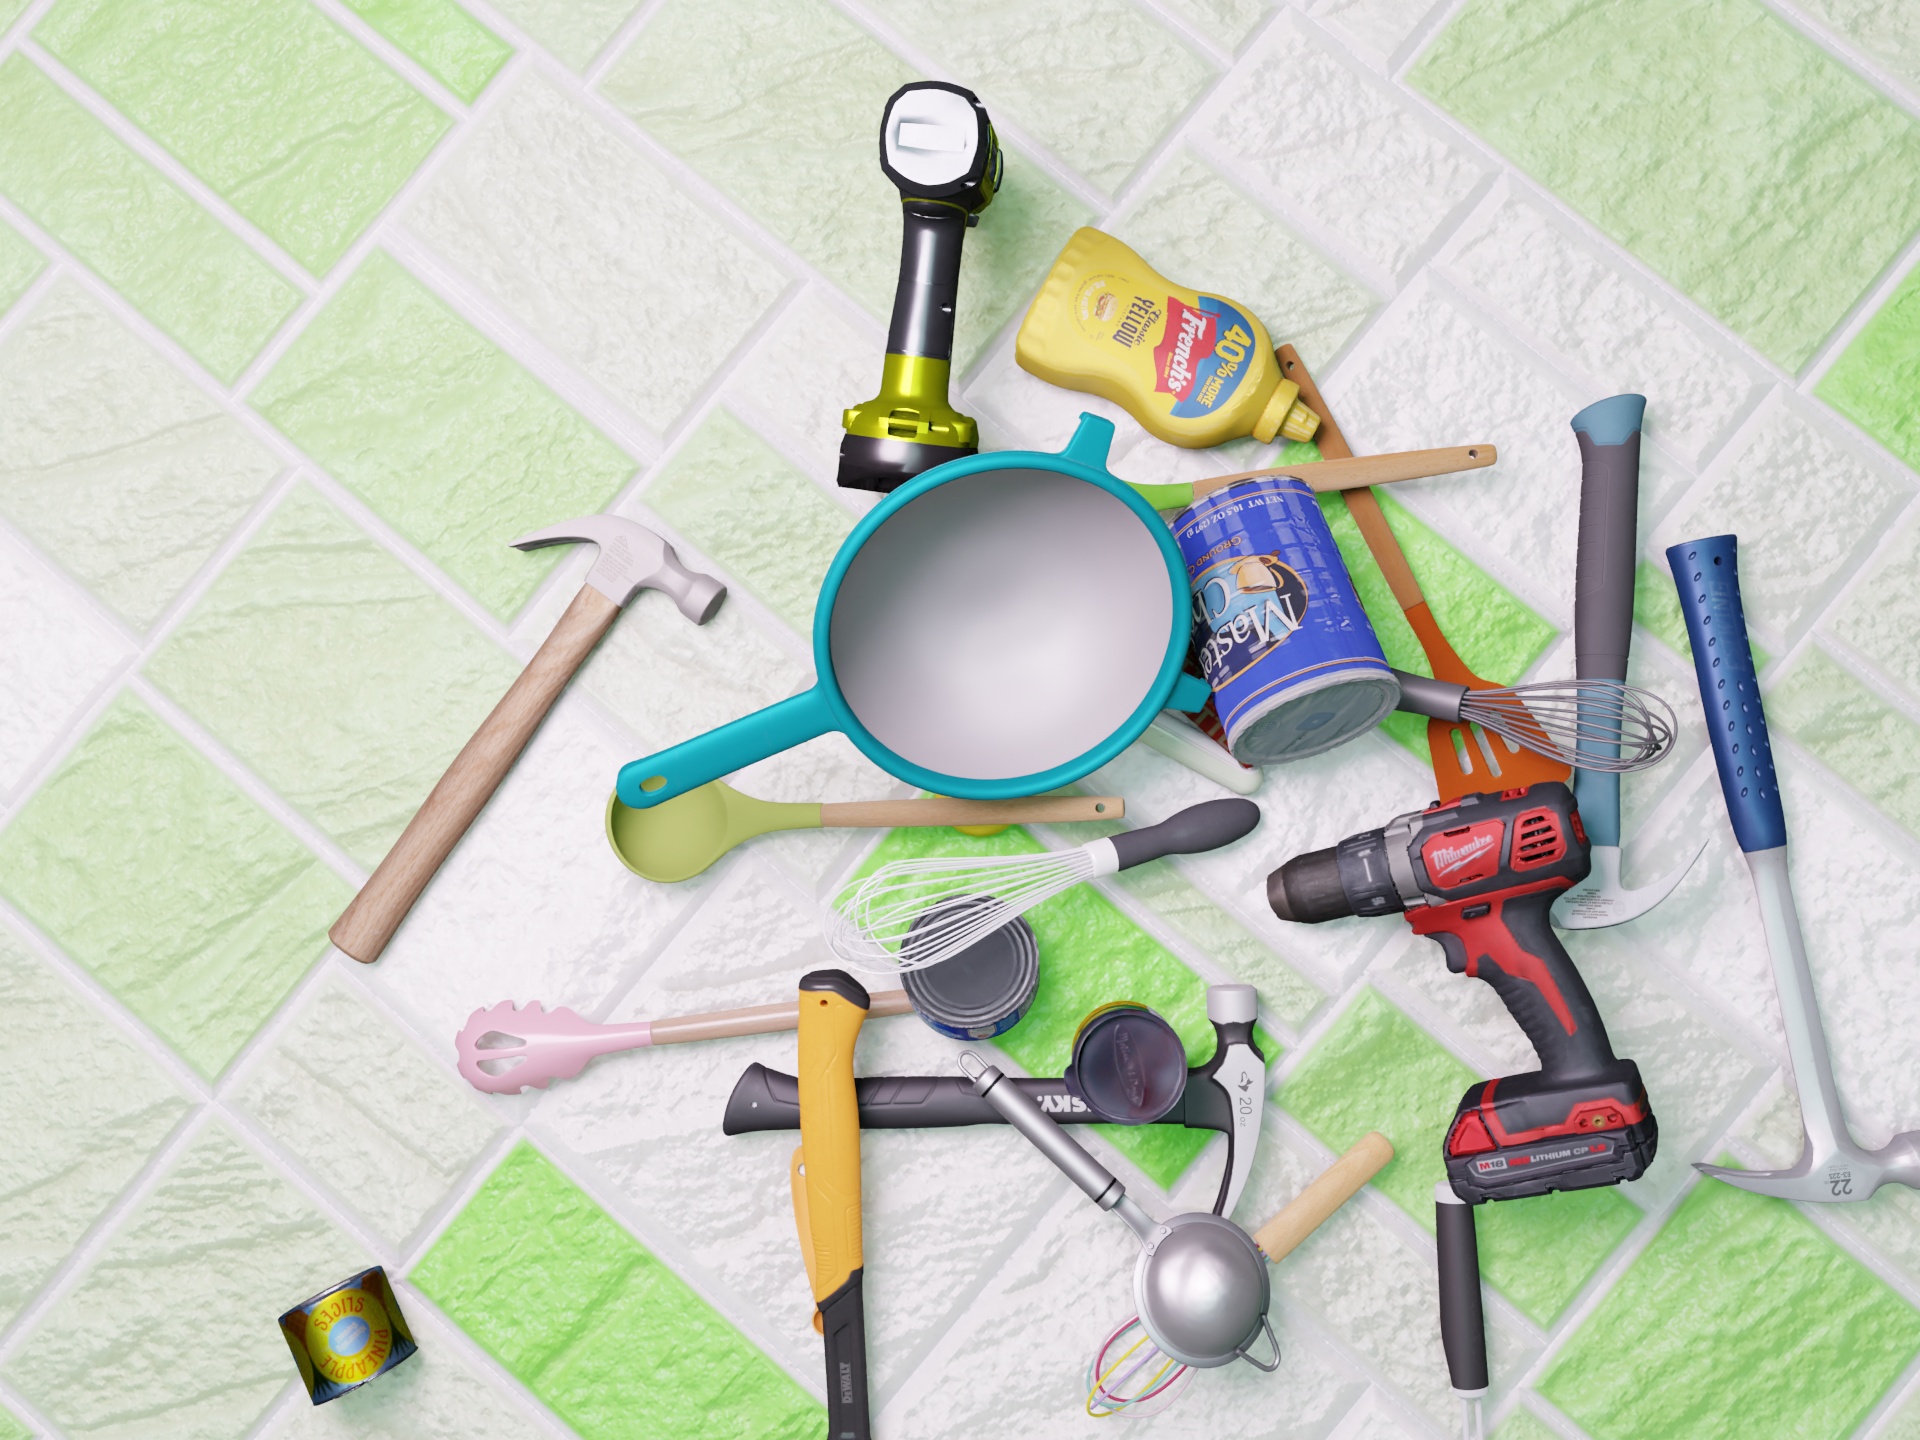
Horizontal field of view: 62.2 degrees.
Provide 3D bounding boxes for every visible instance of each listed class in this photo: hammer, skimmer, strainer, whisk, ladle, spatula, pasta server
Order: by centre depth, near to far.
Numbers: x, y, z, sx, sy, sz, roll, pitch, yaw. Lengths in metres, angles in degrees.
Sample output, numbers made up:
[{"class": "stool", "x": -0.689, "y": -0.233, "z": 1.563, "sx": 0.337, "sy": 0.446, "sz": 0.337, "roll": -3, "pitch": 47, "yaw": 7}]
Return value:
[{"class": "strainer", "x": -0.040, "y": -0.041, "z": 0.911, "sx": 0.340, "sy": 0.095, "sz": 0.210, "roll": -23, "pitch": 120, "yaw": 5}, {"class": "skimmer", "x": 0.324, "y": 0.459, "z": 0.924, "sx": 0.127, "sy": 0.090, "sz": 0.363, "roll": 1, "pitch": 83, "yaw": -29}, {"class": "strainer", "x": 0.094, "y": 0.286, "z": 0.936, "sx": 0.258, "sy": 0.050, "sz": 0.087, "roll": 41, "pitch": 65, "yaw": 11}, {"class": "whisk", "x": 0.297, "y": -0.013, "z": 0.941, "sx": 0.239, "sy": 0.055, "sz": 0.055, "roll": 14, "pitch": 87, "yaw": 31}, {"class": "whisk", "x": 0.054, "y": 0.091, "z": 0.957, "sx": 0.284, "sy": 0.070, "sz": 0.070, "roll": -15, "pitch": 85, "yaw": -16}, {"class": "hammer", "x": -0.082, "y": 0.318, "z": 0.960, "sx": 0.127, "sy": 0.034, "sz": 0.337, "roll": -2, "pitch": 95, "yaw": 3}, {"class": "hammer", "x": 0.485, "y": 0.089, "z": 0.966, "sx": 0.144, "sy": 0.035, "sz": 0.405, "roll": -10, "pitch": 86, "yaw": 2}, {"class": "whisk", "x": 0.170, "y": 0.338, "z": 0.970, "sx": 0.245, "sy": 0.051, "sz": 0.047, "roll": -41, "pitch": 106, "yaw": -4}, {"class": "ladle", "x": -0.061, "y": 0.058, "z": 0.970, "sx": 0.320, "sy": 0.062, "sz": 0.078, "roll": -2, "pitch": 89, "yaw": 11}, {"class": "hammer", "x": 0.390, "y": -0.037, "z": 0.971, "sx": 0.128, "sy": 0.033, "sz": 0.331, "roll": 2, "pitch": 83, "yaw": 23}, {"class": "hammer", "x": 0.019, "y": 0.241, "z": 0.983, "sx": 0.335, "sy": 0.035, "sz": 0.146, "roll": -2, "pitch": 85, "yaw": 3}, {"class": "spatula", "x": 0.270, "y": -0.093, "z": 0.988, "sx": 0.081, "sy": 0.041, "sz": 0.323, "roll": -28, "pitch": 83, "yaw": 23}, {"class": "whisk", "x": 0.080, "y": -0.020, "z": 0.989, "sx": 0.246, "sy": 0.058, "sz": 0.059, "roll": 29, "pitch": 125, "yaw": -2}, {"class": "pasta server", "x": -0.166, "y": 0.193, "z": 1.003, "sx": 0.316, "sy": 0.040, "sz": 0.060, "roll": -7, "pitch": 86, "yaw": -1}, {"class": "hammer", "x": -0.297, "y": 0.011, "z": 1.019, "sx": 0.130, "sy": 0.031, "sz": 0.331, "roll": 36, "pitch": 89, "yaw": 5}]

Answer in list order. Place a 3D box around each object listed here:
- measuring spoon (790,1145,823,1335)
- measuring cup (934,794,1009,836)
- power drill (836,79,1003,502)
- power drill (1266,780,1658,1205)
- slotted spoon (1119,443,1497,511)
[{"class": "measuring spoon", "x": -0.091, "y": 0.326, "z": 0.998, "sx": 0.021, "sy": 0.011, "sz": 0.117, "roll": -10, "pitch": 82, "yaw": 3}, {"class": "measuring cup", "x": -0.002, "y": -0.003, "z": 1.003, "sx": 0.062, "sy": 0.029, "sz": 0.156, "roll": -16, "pitch": 85, "yaw": 2}, {"class": "power drill", "x": -0.017, "y": -0.253, "z": 0.960, "sx": 0.080, "sy": 0.190, "sz": 0.228, "roll": 8, "pitch": 101, "yaw": 3}, {"class": "power drill", "x": 0.295, "y": 0.161, "z": 0.939, "sx": 0.188, "sy": 0.080, "sz": 0.227, "roll": -18, "pitch": 87, "yaw": 25}, {"class": "slotted spoon", "x": 0.170, "y": -0.146, "z": 0.987, "sx": 0.314, "sy": 0.031, "sz": 0.070, "roll": -6, "pitch": 81, "yaw": 8}]
